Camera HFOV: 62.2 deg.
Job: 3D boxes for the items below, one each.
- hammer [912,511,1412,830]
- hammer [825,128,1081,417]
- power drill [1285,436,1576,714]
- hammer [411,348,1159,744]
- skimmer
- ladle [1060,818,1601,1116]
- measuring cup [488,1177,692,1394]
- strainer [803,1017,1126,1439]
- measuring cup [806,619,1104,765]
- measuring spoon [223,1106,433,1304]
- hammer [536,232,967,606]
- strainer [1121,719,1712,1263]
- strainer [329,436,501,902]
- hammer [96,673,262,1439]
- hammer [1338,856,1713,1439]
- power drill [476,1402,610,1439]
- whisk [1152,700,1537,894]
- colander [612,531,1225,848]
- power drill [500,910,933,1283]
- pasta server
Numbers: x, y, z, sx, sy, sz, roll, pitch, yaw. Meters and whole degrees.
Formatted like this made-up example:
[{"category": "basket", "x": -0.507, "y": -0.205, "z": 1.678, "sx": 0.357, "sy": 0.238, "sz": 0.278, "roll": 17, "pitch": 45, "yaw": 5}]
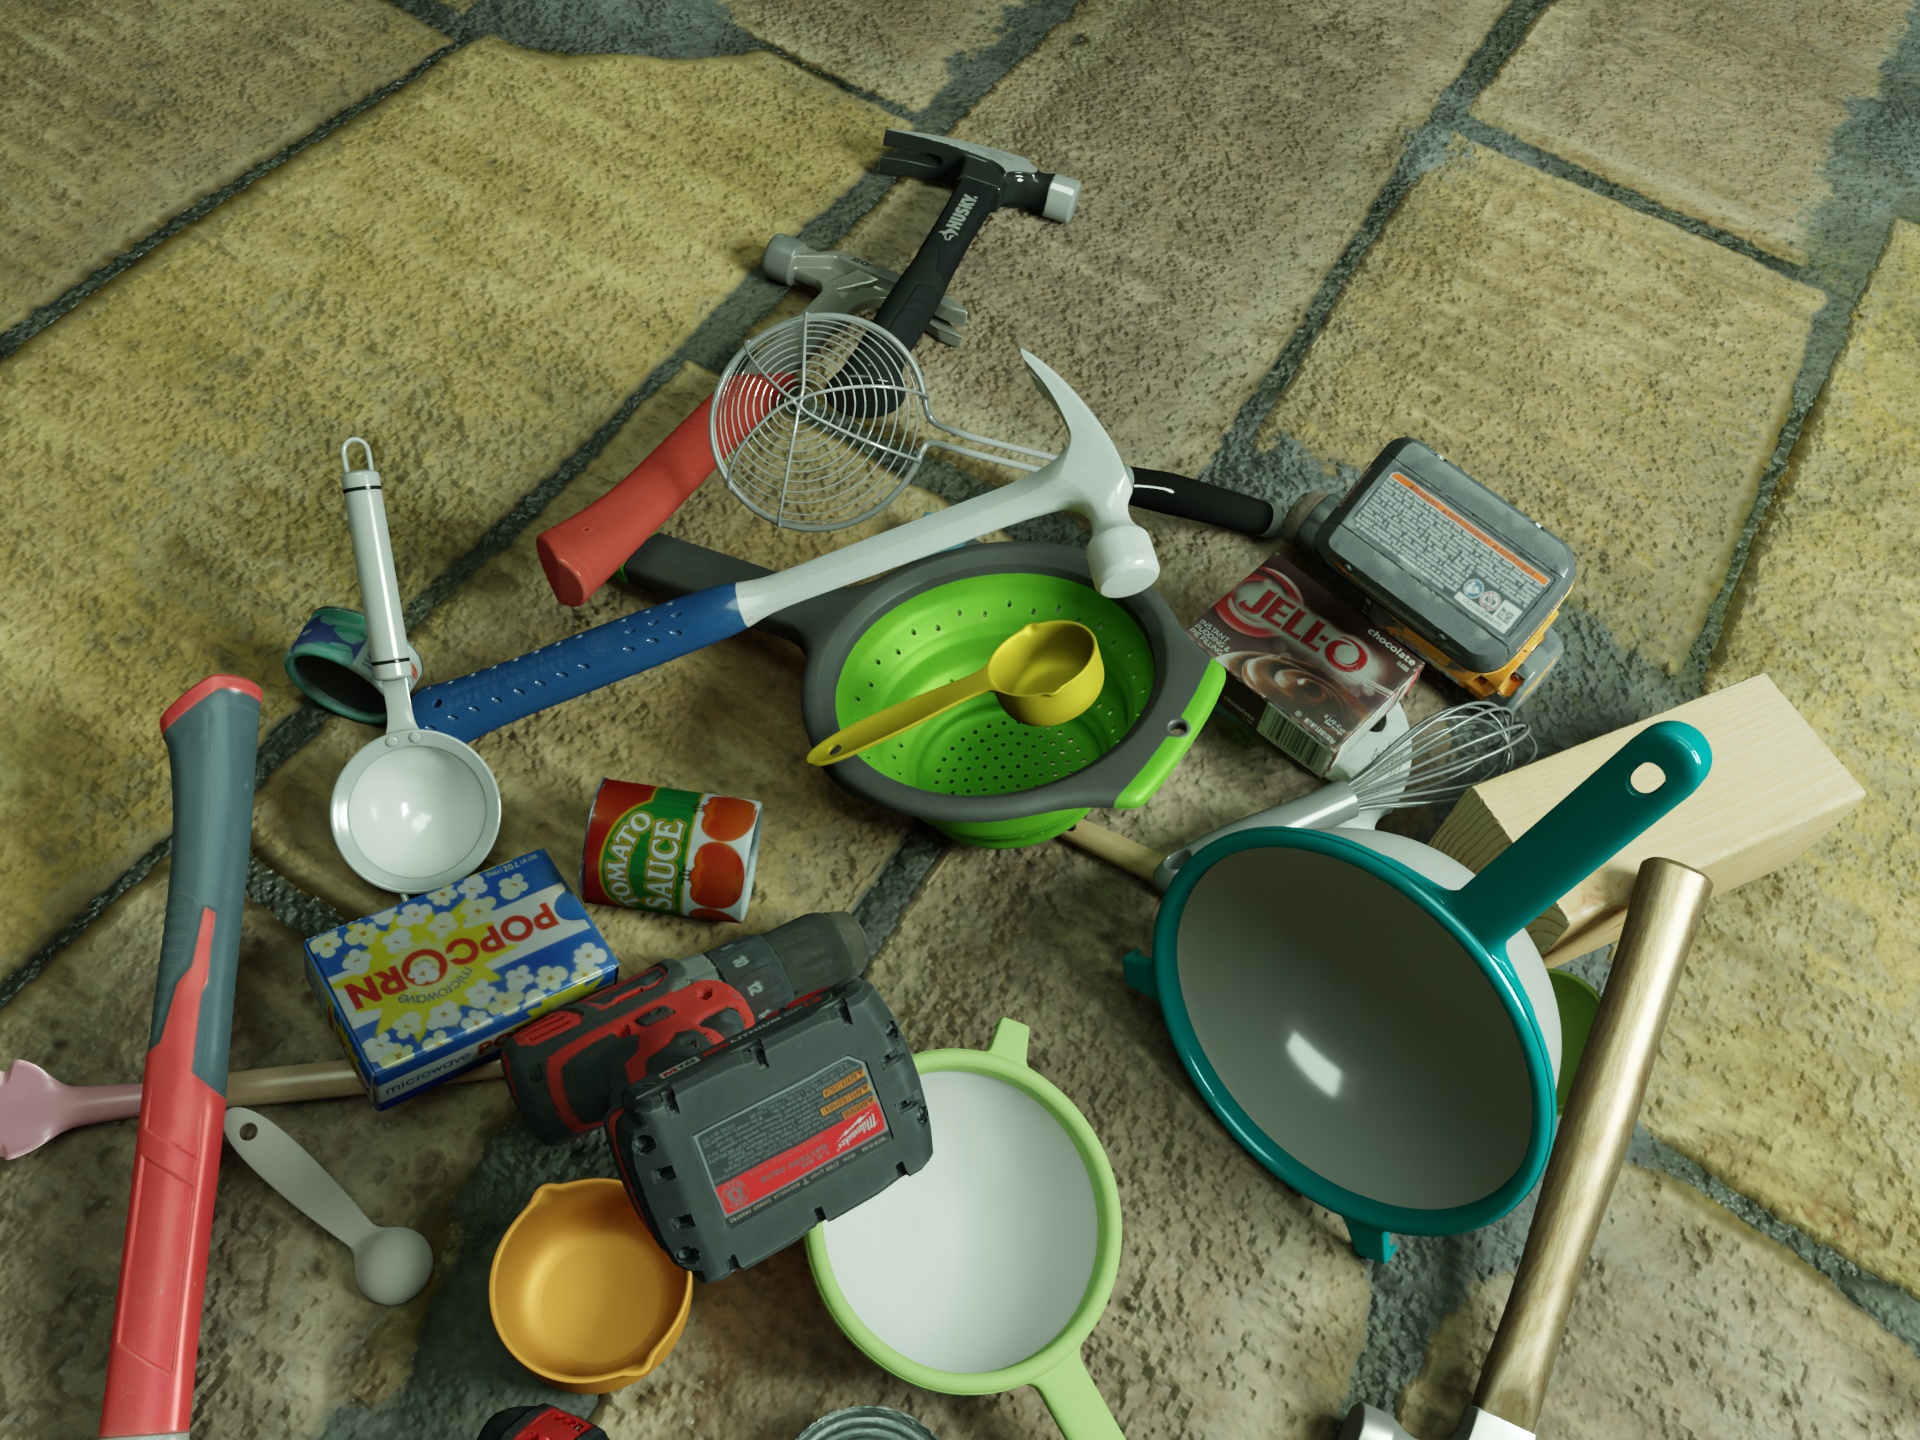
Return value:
[{"category": "hammer", "x": 0.114, "y": -0.038, "z": 0.952, "sx": 0.331, "sy": 0.033, "sz": 0.128, "roll": 28, "pitch": 59, "yaw": 11}, {"category": "hammer", "x": -0.025, "y": -0.303, "z": 1.065, "sx": 0.146, "sy": 0.035, "sz": 0.335, "roll": 19, "pitch": 46, "yaw": 3}, {"category": "power drill", "x": 0.256, "y": -0.088, "z": 0.903, "sx": 0.185, "sy": 0.226, "sz": 0.084, "roll": 41, "pitch": 96, "yaw": 18}, {"category": "hammer", "x": -0.106, "y": -0.070, "z": 0.846, "sx": 0.405, "sy": 0.035, "sz": 0.144, "roll": -19, "pitch": 66, "yaw": 10}, {"category": "skimmer", "x": 0.032, "y": -0.153, "z": 0.964, "sx": 0.363, "sy": 0.090, "sz": 0.127, "roll": 9, "pitch": 85, "yaw": -30}, {"category": "ladle", "x": 0.191, "y": 0.117, "z": 0.851, "sx": 0.320, "sy": 0.062, "sz": 0.078, "roll": 25, "pitch": 79, "yaw": 12}, {"category": "measuring cup", "x": -0.130, "y": 0.239, "z": 0.735, "sx": 0.173, "sy": 0.052, "sz": 0.095, "roll": -28, "pitch": 65, "yaw": -24}, {"category": "strainer", "x": 0.021, "y": 0.278, "z": 0.728, "sx": 0.151, "sy": 0.069, "sz": 0.256, "roll": -25, "pitch": 77, "yaw": -29}, {"category": "measuring cup", "x": -0.001, "y": -0.003, "z": 0.796, "sx": 0.156, "sy": 0.029, "sz": 0.062, "roll": -23, "pitch": 37, "yaw": 6}, {"category": "measuring spoon", "x": -0.294, "y": 0.220, "z": 0.732, "sx": 0.124, "sy": 0.018, "sz": 0.034, "roll": 40, "pitch": 64, "yaw": 4}, {"category": "hammer", "x": -0.135, "y": -0.188, "z": 0.991, "sx": 0.149, "sy": 0.036, "sz": 0.359, "roll": 25, "pitch": 51, "yaw": 10}, {"category": "strainer", "x": 0.225, "y": 0.094, "z": 0.718, "sx": 0.095, "sy": 0.340, "sz": 0.211, "roll": -27, "pitch": 69, "yaw": -40}, {"category": "strainer", "x": -0.294, "y": -0.019, "z": 0.832, "sx": 0.087, "sy": 0.050, "sz": 0.258, "roll": -8, "pitch": 95, "yaw": -7}, {"category": "hammer", "x": -0.337, "y": 0.162, "z": 0.726, "sx": 0.143, "sy": 0.038, "sz": 0.387, "roll": -1, "pitch": 68, "yaw": -7}, {"category": "hammer", "x": 0.297, "y": 0.221, "z": 0.758, "sx": 0.130, "sy": 0.031, "sz": 0.331, "roll": 24, "pitch": 76, "yaw": 5}, {"category": "power drill", "x": -0.113, "y": 0.378, "z": 0.620, "sx": 0.220, "sy": 0.078, "sz": 0.143, "roll": 20, "pitch": 86, "yaw": 11}, {"category": "whisk", "x": 0.211, "y": 0.046, "z": 0.867, "sx": 0.239, "sy": 0.055, "sz": 0.055, "roll": -22, "pitch": 63, "yaw": -14}, {"category": "colander", "x": -0.047, "y": -0.023, "z": 0.902, "sx": 0.397, "sy": 0.094, "sz": 0.204, "roll": 20, "pitch": 54, "yaw": 27}, {"category": "power drill", "x": -0.095, "y": 0.147, "z": 0.714, "sx": 0.188, "sy": 0.227, "sz": 0.080, "roll": -23, "pitch": 102, "yaw": -24}, {"category": "pasta server", "x": -0.356, "y": 0.175, "z": 0.755, "sx": 0.316, "sy": 0.040, "sz": 0.060, "roll": -4, "pitch": 70, "yaw": -11}]
